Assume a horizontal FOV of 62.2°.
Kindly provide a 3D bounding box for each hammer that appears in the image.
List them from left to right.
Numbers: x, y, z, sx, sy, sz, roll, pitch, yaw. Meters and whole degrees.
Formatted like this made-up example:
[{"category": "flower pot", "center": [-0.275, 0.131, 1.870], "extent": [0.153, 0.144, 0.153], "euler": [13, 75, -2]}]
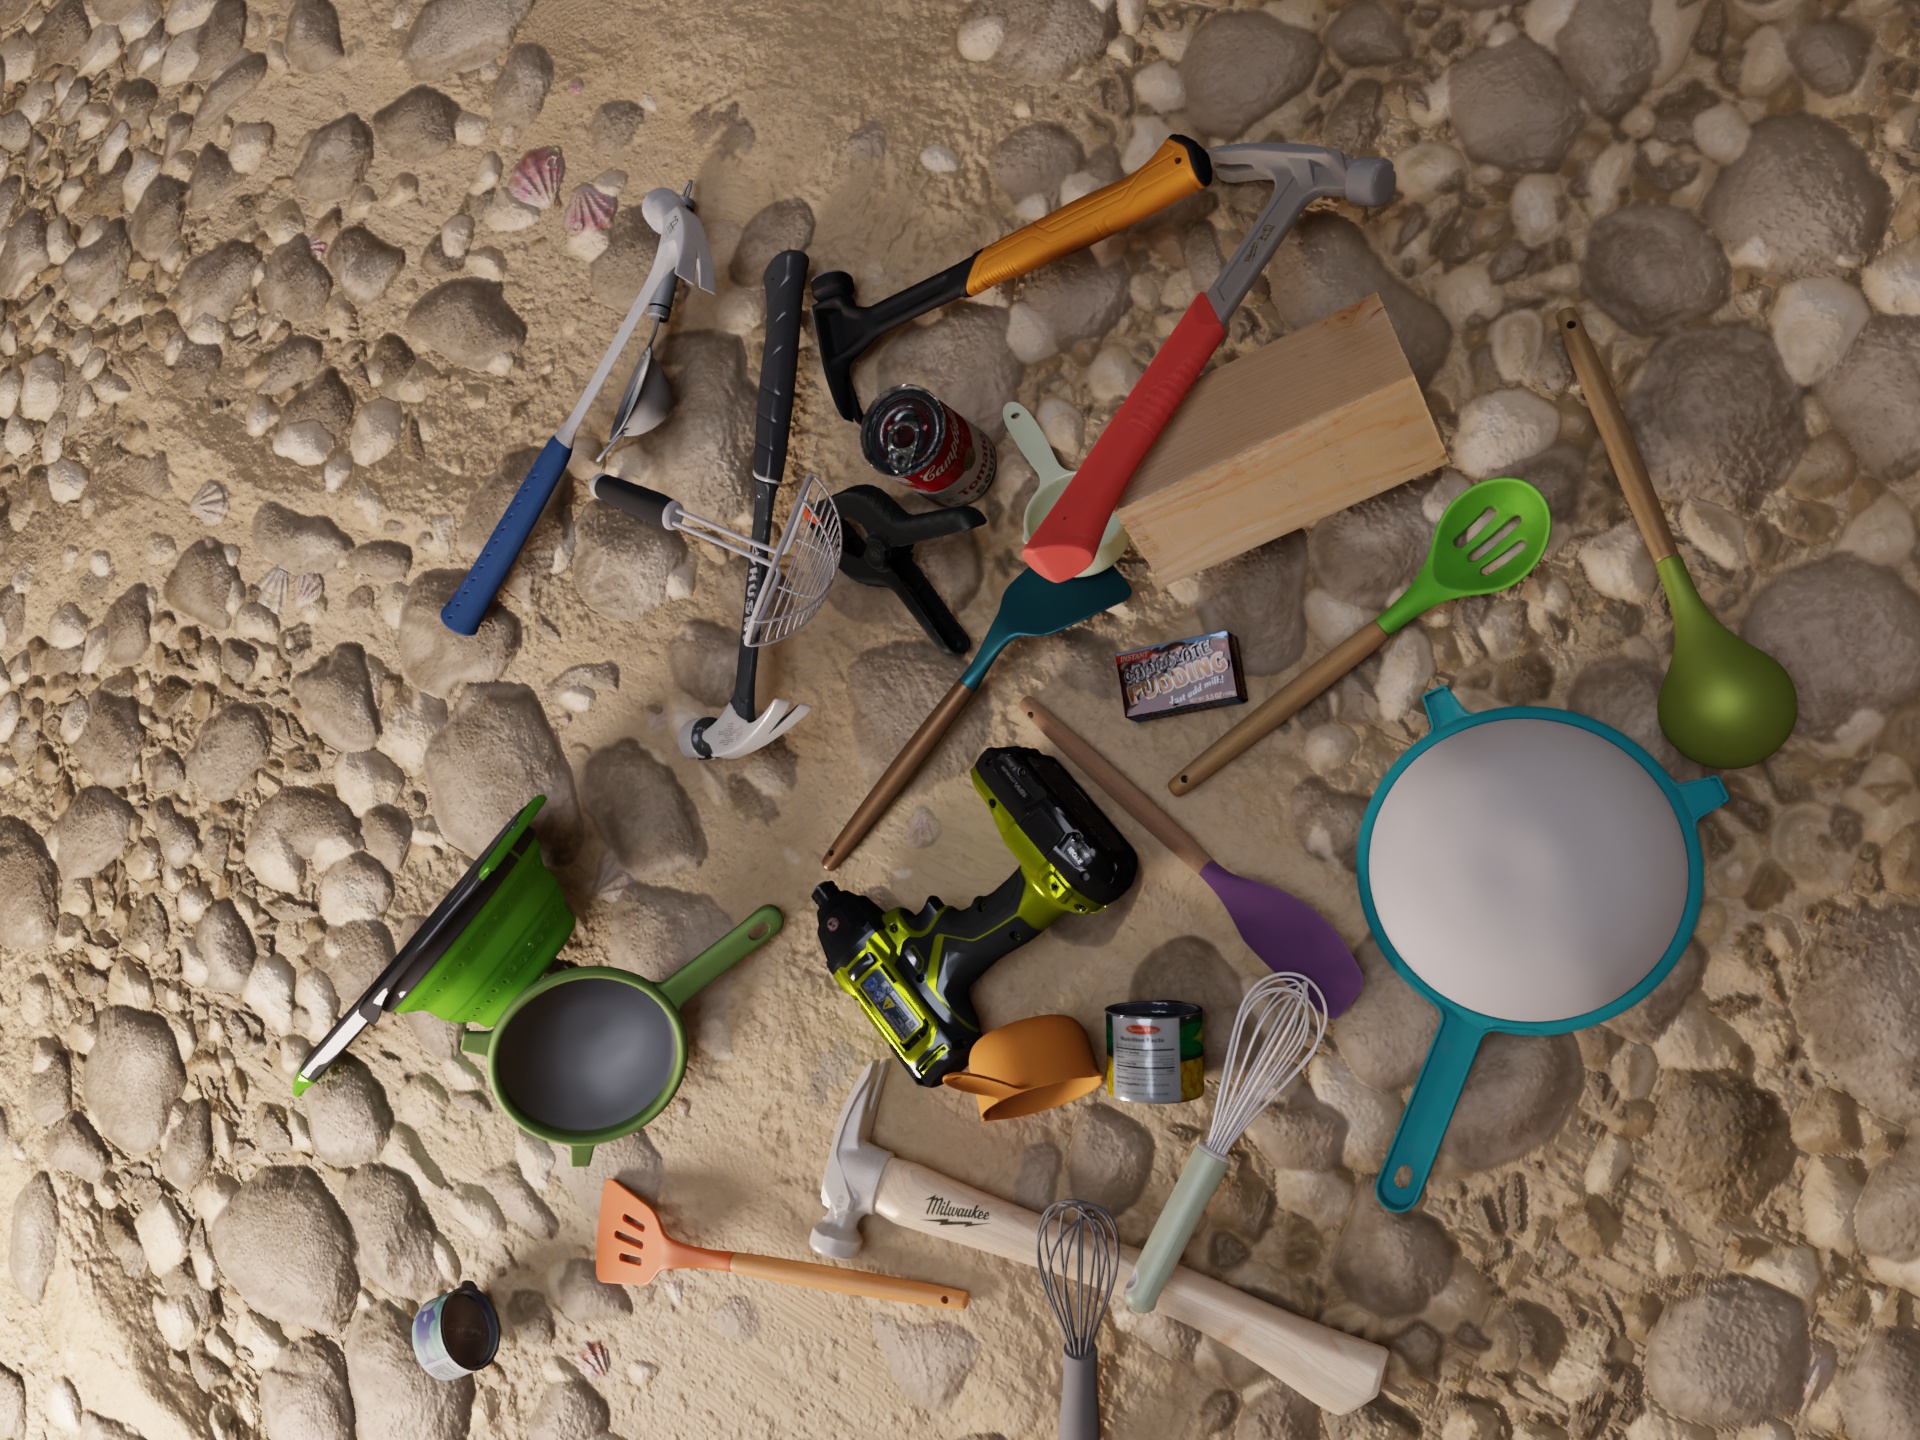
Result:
[{"category": "hammer", "center": [-0.321, -0.237, 1.308], "extent": [0.405, 0.035, 0.144], "euler": [-55, 39, 18]}, {"category": "hammer", "center": [-0.152, -0.174, 1.246], "extent": [0.149, 0.036, 0.409], "euler": [-8, 74, 52]}, {"category": "hammer", "center": [0.033, -0.335, 1.180], "extent": [0.337, 0.034, 0.127], "euler": [-19, 76, 30]}, {"category": "hammer", "center": [0.090, 0.362, 1.096], "extent": [0.411, 0.038, 0.146], "euler": [14, 88, 24]}, {"category": "hammer", "center": [0.143, -0.247, 1.068], "extent": [0.149, 0.036, 0.359], "euler": [23, 73, 42]}]

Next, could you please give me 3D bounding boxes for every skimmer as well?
[{"category": "skimmer", "center": [-0.207, -0.150, 1.195], "extent": [0.364, 0.090, 0.127], "euler": [25, 96, 44]}]

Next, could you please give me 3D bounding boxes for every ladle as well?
[{"category": "ladle", "center": [0.440, -0.121, 1.009], "extent": [0.078, 0.062, 0.320], "euler": [-21, 69, 20]}]

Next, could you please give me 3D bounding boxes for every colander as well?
[{"category": "colander", "center": [-0.426, 0.223, 1.304], "extent": [0.094, 0.205, 0.397], "euler": [40, 120, -12]}]

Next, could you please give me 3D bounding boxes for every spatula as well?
[{"category": "spatula", "center": [-0.145, 0.410, 1.200], "extent": [0.322, 0.041, 0.081], "euler": [2, 85, 19]}, {"category": "spatula", "center": [-0.002, -0.004, 1.185], "extent": [0.317, 0.044, 0.082], "euler": [-51, 52, 16]}, {"category": "spatula", "center": [0.154, 0.084, 1.110], "extent": [0.316, 0.018, 0.059], "euler": [43, 126, 23]}]

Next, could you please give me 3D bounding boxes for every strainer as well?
[{"category": "strainer", "center": [-0.249, 0.217, 1.243], "extent": [0.256, 0.069, 0.151], "euler": [-37, 112, -4]}, {"category": "strainer", "center": [-0.251, -0.332, 1.327], "extent": [0.087, 0.050, 0.258], "euler": [-7, 71, 65]}, {"category": "strainer", "center": [0.324, 0.150, 0.989], "extent": [0.211, 0.095, 0.340], "euler": [21, 91, 24]}]

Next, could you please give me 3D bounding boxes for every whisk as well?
[{"category": "whisk", "center": [0.077, 0.419, 1.053], "extent": [0.055, 0.055, 0.239], "euler": [7, 110, 24]}, {"category": "whisk", "center": [0.171, 0.278, 1.048], "extent": [0.059, 0.058, 0.246], "euler": [28, 88, -3]}]

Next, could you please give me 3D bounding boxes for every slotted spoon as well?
[{"category": "slotted spoon", "center": [0.264, -0.048, 1.077], "extent": [0.313, 0.031, 0.070], "euler": [-40, 71, 16]}]

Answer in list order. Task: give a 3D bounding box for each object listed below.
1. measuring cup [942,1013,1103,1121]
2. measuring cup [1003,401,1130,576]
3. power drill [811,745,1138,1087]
[{"category": "measuring cup", "center": [0.029, 0.226, 1.065], "extent": [0.095, 0.173, 0.052], "euler": [-27, 62, 21]}, {"category": "measuring cup", "center": [0.071, -0.172, 1.175], "extent": [0.083, 0.038, 0.168], "euler": [-27, 55, 2]}, {"category": "power drill", "center": [0.002, 0.129, 1.143], "extent": [0.223, 0.080, 0.171], "euler": [-46, 69, 15]}]
